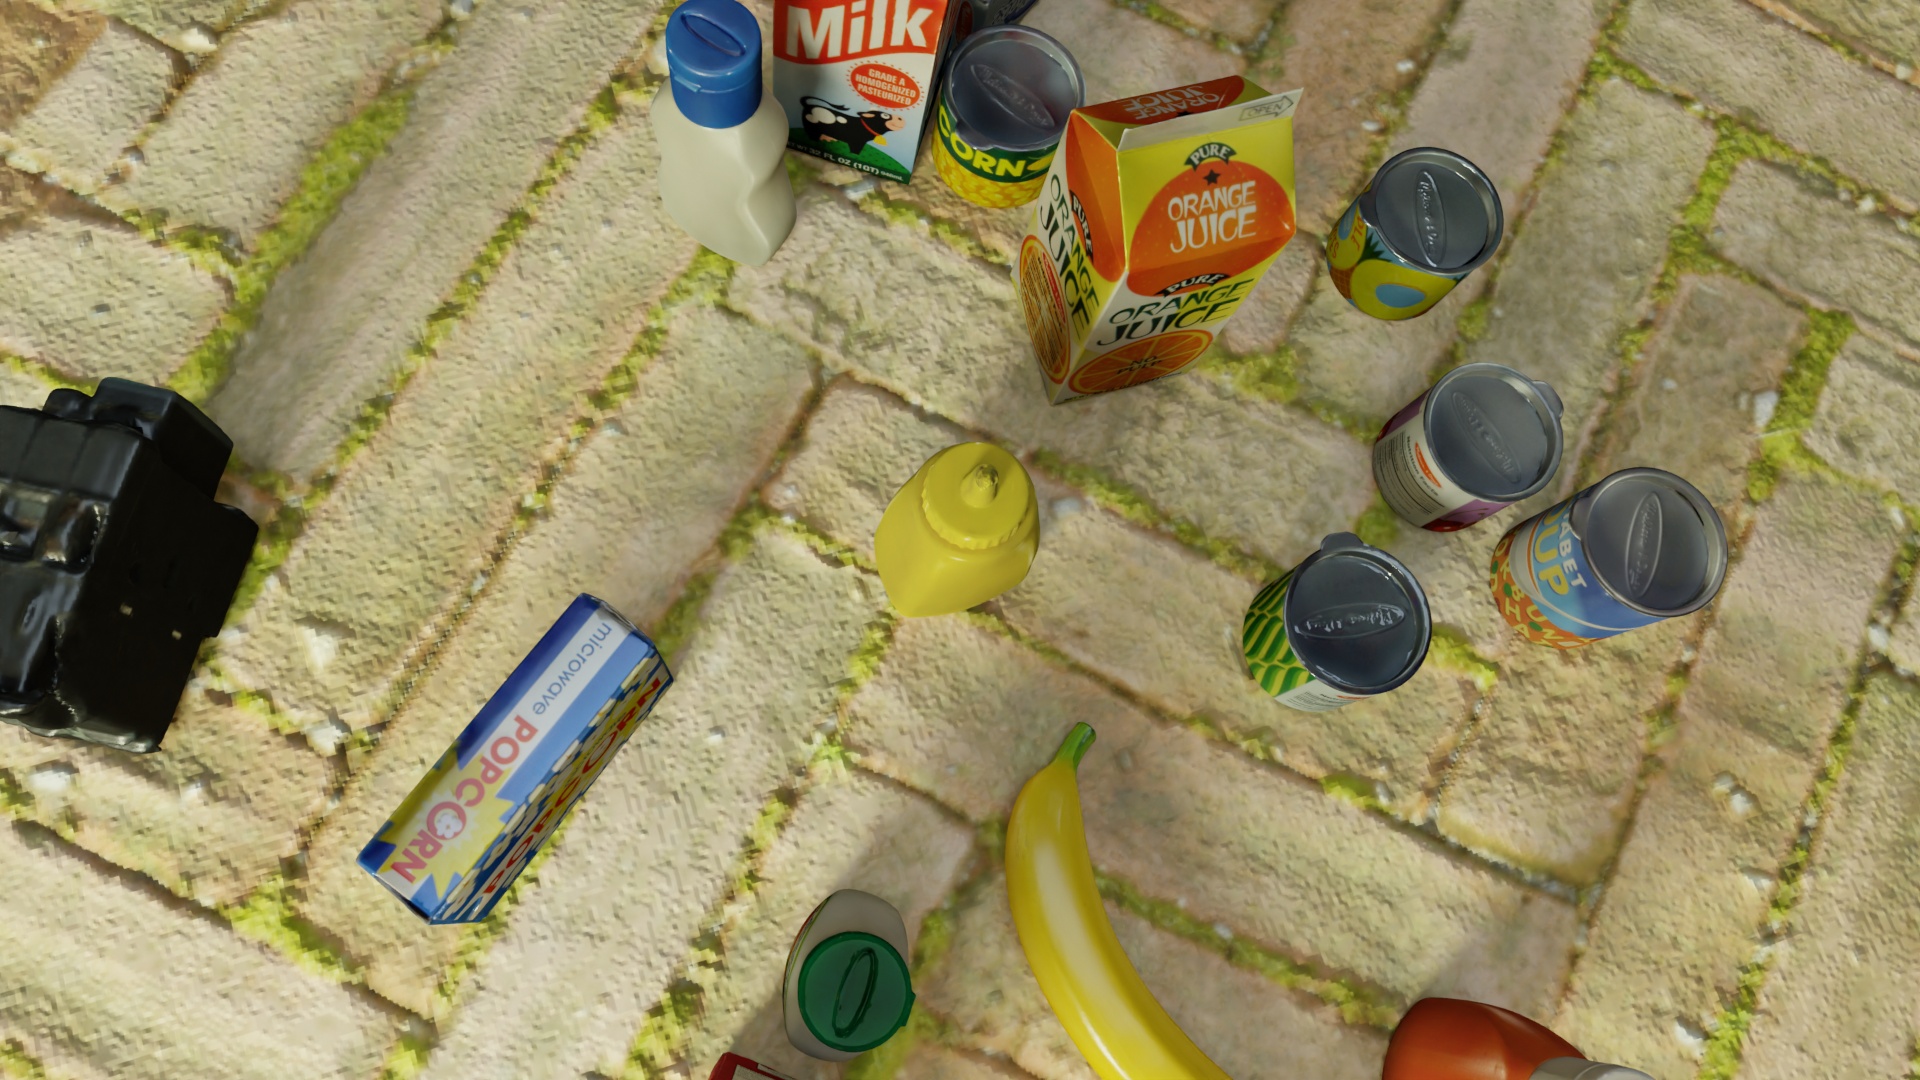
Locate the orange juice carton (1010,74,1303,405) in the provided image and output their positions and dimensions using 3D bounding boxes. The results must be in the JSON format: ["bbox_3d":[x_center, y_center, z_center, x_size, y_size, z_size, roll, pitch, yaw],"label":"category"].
[{"bbox_3d":[0.078,-0.128,0.579,0.072,0.192,0.073,-14,78,-11],"label":"orange juice carton"}]

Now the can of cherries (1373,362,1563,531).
[{"bbox_3d":[0.237,-0.043,0.647,0.071,0.058,0.071,2,75,-7],"label":"can of cherries"}]

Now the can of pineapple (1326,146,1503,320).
[{"bbox_3d":[0.217,-0.148,0.673,0.071,0.057,0.071,2,75,-7],"label":"can of pineapple"}]

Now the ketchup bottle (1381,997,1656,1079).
[{"bbox_3d":[0.211,0.211,0.528,0.043,0.148,0.065,22,74,-1],"label":"ketchup bottle"}]

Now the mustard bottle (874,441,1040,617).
[{"bbox_3d":[0.002,-0.007,0.553,0.065,0.159,0.049,-17,78,-11],"label":"mustard bottle"}]

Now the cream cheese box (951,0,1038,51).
[{"bbox_3d":[0.032,-0.288,0.689,0.024,0.053,0.104,38,74,3],"label":"cream cheese box"}]

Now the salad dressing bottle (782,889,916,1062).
[{"bbox_3d":[-0.042,0.160,0.508,0.044,0.147,0.064,20,74,-2],"label":"salad dressing bottle"}]

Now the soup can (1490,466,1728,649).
[{"bbox_3d":[0.286,0.009,0.627,0.071,0.083,0.071,2,75,-7],"label":"soup can"}]

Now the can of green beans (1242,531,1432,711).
[{"bbox_3d":[0.165,0.040,0.616,0.071,0.057,0.071,2,75,-7],"label":"can of green beans"}]

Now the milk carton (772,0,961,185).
[{"bbox_3d":[-0.036,-0.238,0.595,0.072,0.190,0.073,17,74,-3],"label":"milk carton"}]

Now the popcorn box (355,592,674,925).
[{"bbox_3d":[-0.168,0.087,0.544,0.038,0.085,0.127,36,74,3],"label":"popcorn box"}]

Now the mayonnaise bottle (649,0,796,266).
[{"bbox_3d":[-0.101,-0.171,0.590,0.065,0.147,0.041,33,74,2],"label":"mayonnaise bottle"}]

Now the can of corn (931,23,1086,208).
[{"bbox_3d":[0.020,-0.198,0.661,0.071,0.058,0.071,2,75,-7],"label":"can of corn"}]
